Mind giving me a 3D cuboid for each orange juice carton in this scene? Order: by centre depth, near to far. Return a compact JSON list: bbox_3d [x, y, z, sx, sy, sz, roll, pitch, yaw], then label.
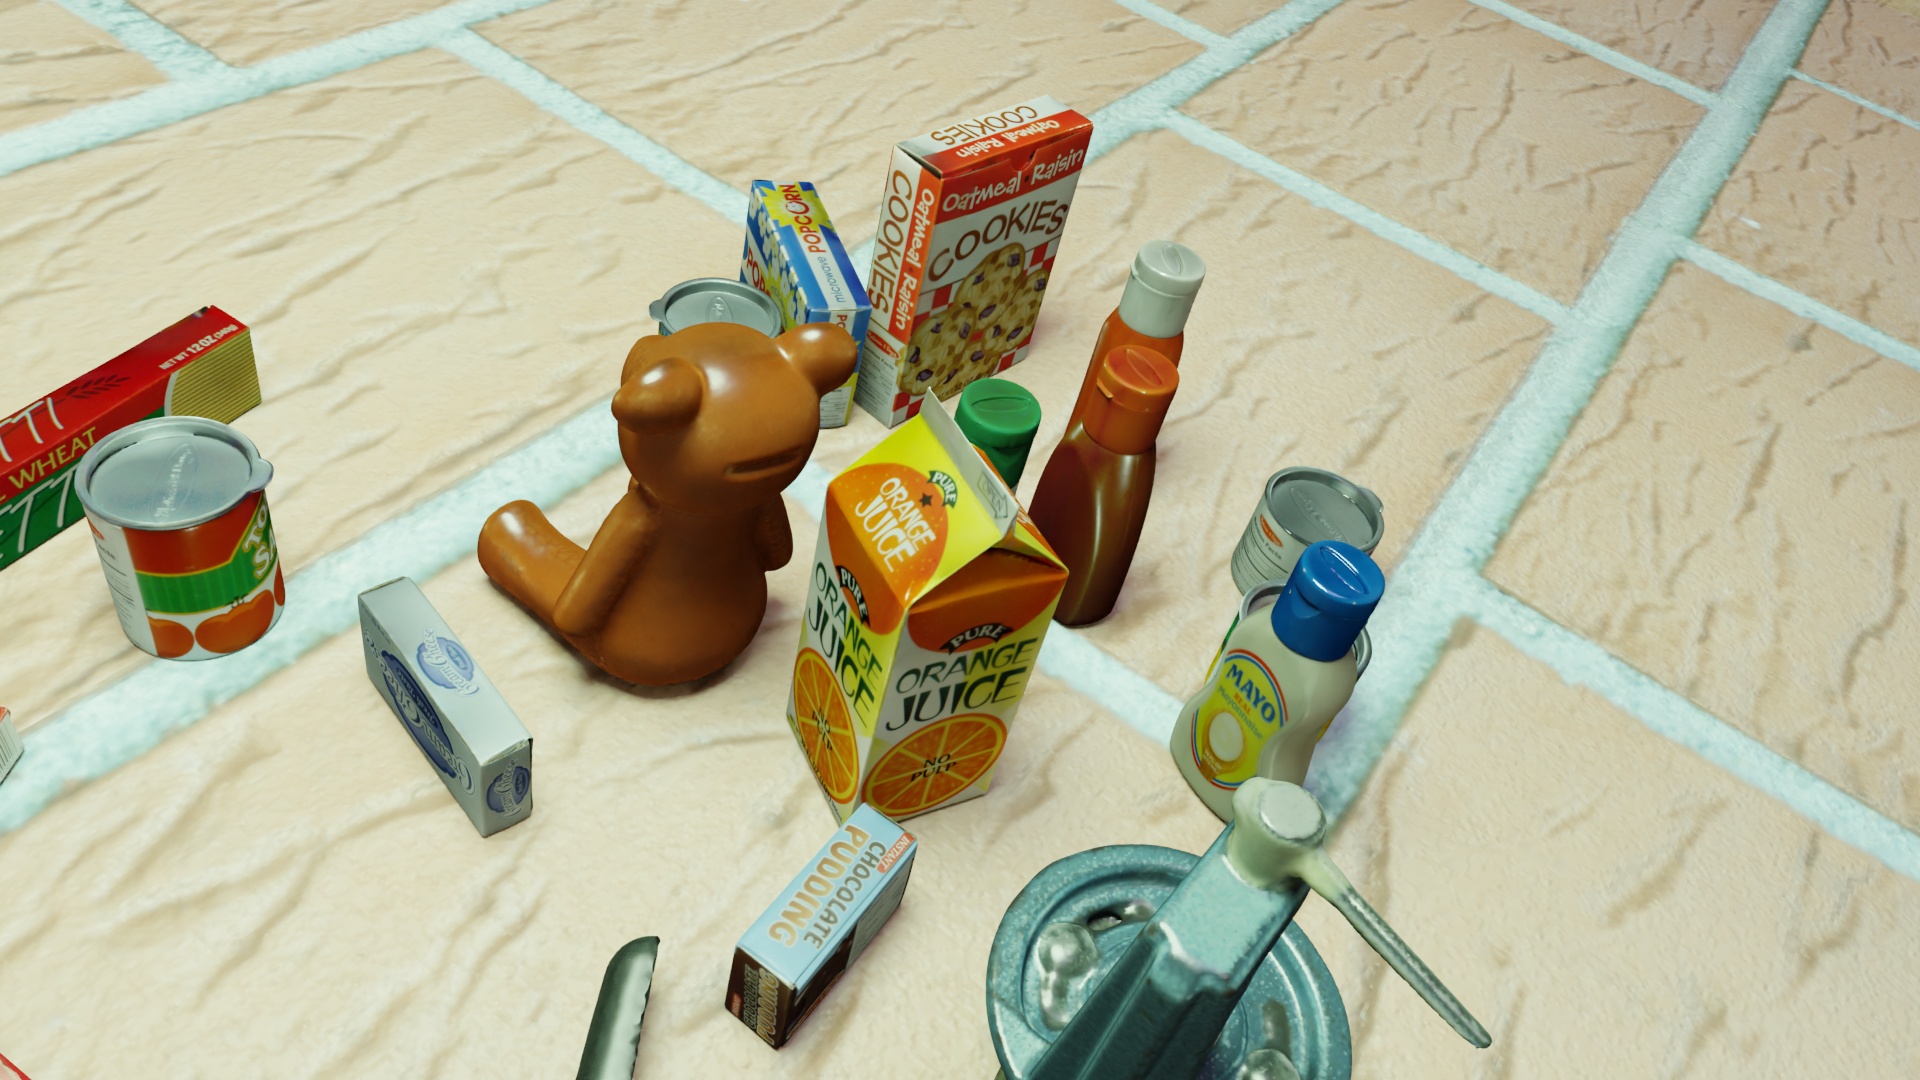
[{"bbox_3d":[-0.015,0.032,0.567,0.073,0.191,0.072,-12,50,-27],"label":"orange juice carton"}]

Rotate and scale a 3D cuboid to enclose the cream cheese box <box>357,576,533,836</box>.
[{"bbox_3d":[-0.212,0.068,0.573,0.024,0.053,0.104,-26,57,-36],"label":"cream cheese box"}]

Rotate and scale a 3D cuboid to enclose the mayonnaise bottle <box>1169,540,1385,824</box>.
[{"bbox_3d":[0.140,0.063,0.613,0.041,0.147,0.065,-17,52,-30],"label":"mayonnaise bottle"}]

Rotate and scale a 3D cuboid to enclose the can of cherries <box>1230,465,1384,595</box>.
[{"bbox_3d":[0.189,0.003,0.754,0.071,0.058,0.072,8,44,-8],"label":"can of cherries"}]

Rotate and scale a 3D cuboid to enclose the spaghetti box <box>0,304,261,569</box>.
[{"bbox_3d":[-0.415,-0.023,0.609,0.029,0.049,0.251,26,44,10],"label":"spaghetti box"}]

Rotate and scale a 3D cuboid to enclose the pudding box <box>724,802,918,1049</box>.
[{"bbox_3d":[-0.053,0.148,0.540,0.030,0.049,0.084,31,45,15],"label":"pudding box"}]

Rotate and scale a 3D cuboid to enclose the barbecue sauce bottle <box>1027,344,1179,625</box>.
[{"bbox_3d":[0.068,-0.027,0.684,0.044,0.147,0.065,-13,50,-27],"label":"barbecue sauce bottle"}]

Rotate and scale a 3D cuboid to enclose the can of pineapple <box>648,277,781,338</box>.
[{"bbox_3d":[-0.136,-0.104,0.767,0.071,0.057,0.071,8,44,-8],"label":"can of pineapple"}]

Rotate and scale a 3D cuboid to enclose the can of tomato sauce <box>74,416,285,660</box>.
[{"bbox_3d":[-0.325,0.000,0.588,0.071,0.082,0.071,8,44,-8],"label":"can of tomato sauce"}]

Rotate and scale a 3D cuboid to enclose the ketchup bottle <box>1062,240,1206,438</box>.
[{"bbox_3d":[0.093,-0.092,0.757,0.043,0.148,0.065,5,44,-11],"label":"ketchup bottle"}]

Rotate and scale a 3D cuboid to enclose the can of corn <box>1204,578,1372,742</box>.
[{"bbox_3d":[0.162,0.062,0.686,0.071,0.058,0.071,8,44,-8],"label":"can of corn"}]

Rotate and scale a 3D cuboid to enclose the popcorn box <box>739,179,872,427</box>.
[{"bbox_3d":[-0.092,-0.136,0.794,0.038,0.084,0.127,-6,48,-22],"label":"popcorn box"}]

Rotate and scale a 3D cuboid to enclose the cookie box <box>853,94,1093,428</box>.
[{"bbox_3d":[0.004,-0.156,0.783,0.040,0.166,0.123,40,48,23],"label":"cookie box"}]

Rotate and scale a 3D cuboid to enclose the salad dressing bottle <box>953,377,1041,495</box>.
[{"bbox_3d":[0.002,-0.008,0.646,0.064,0.146,0.044,-7,48,-22],"label":"salad dressing bottle"}]
